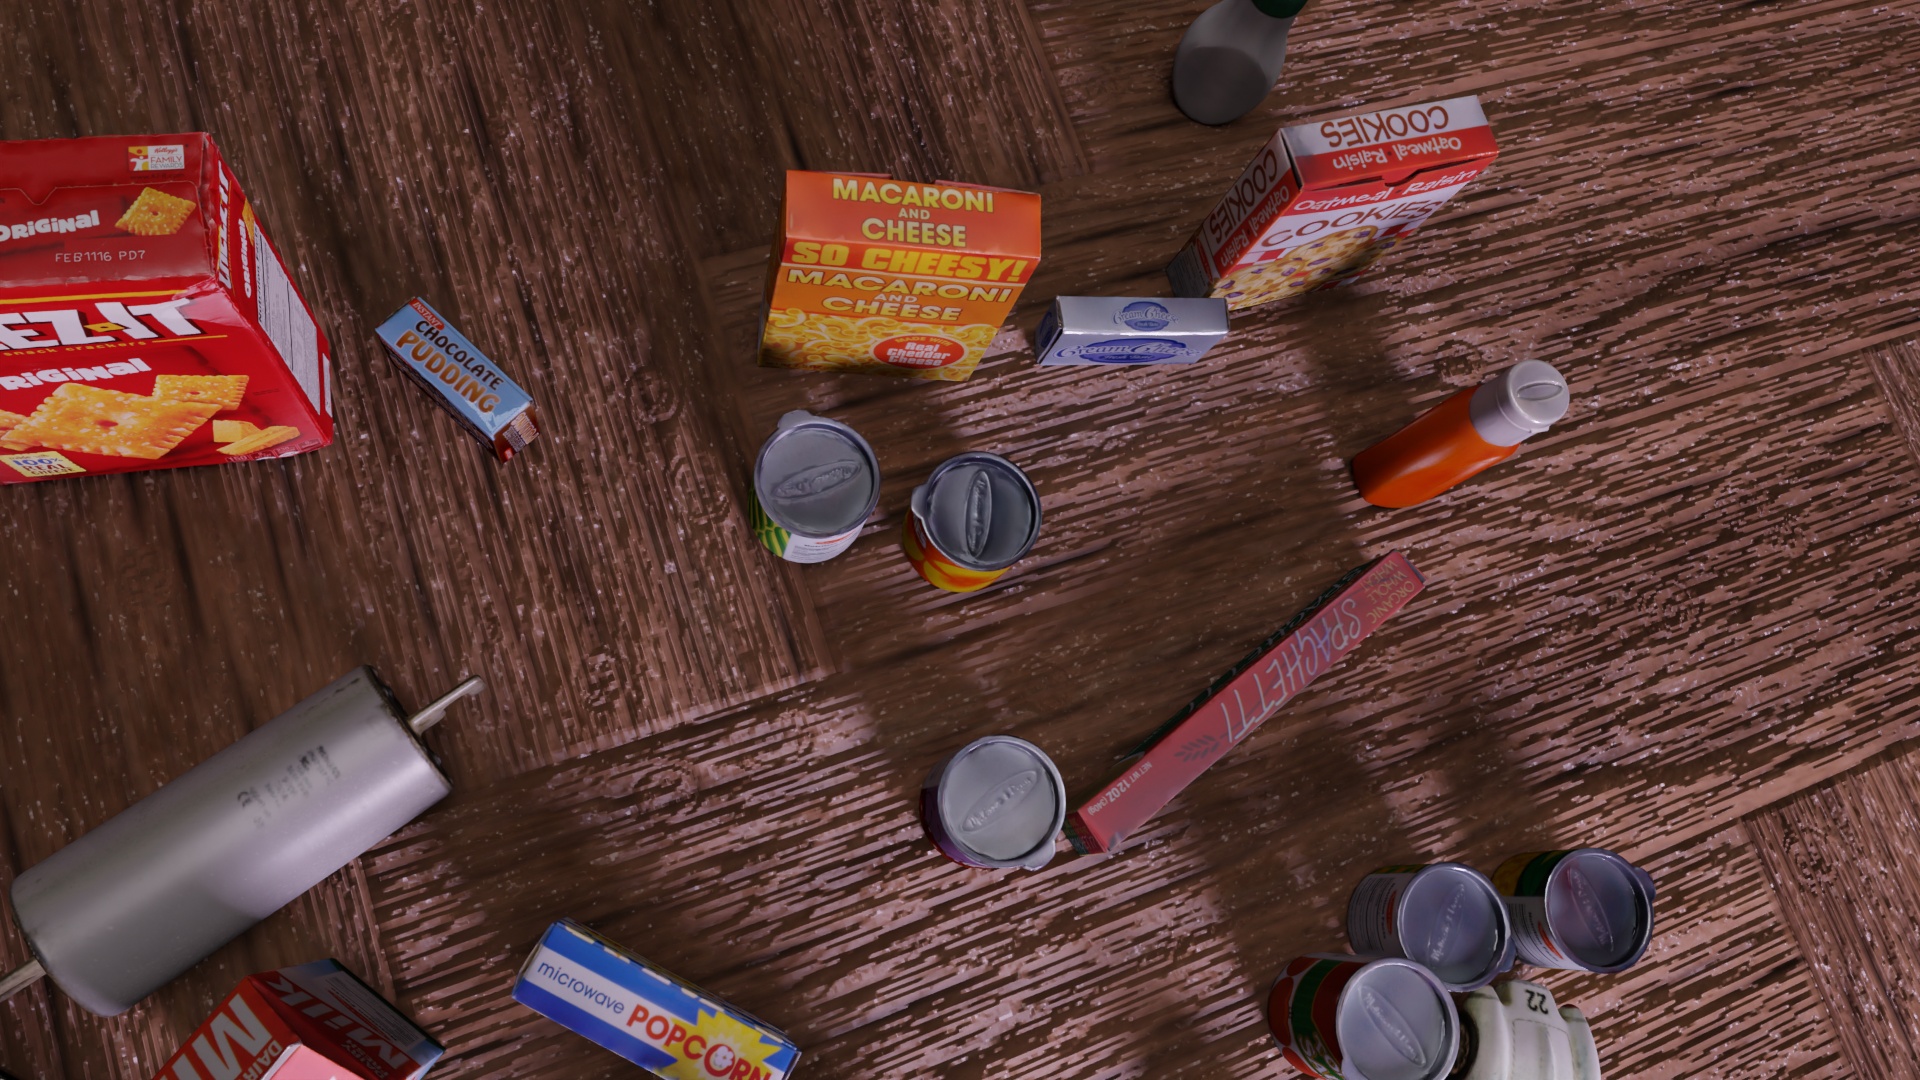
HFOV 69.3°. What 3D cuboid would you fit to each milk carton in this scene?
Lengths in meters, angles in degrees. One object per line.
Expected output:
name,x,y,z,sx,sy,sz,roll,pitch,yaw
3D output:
milk carton,-0.273,0.224,0.562,0.073,0.190,0.072,39,71,-1

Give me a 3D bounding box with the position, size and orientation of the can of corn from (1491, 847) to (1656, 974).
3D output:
can of corn,0.341,0.205,0.776,0.071,0.058,0.071,3,75,-12

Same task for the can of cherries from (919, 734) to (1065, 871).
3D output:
can of cherries,0.016,0.139,0.720,0.071,0.058,0.071,3,75,-12

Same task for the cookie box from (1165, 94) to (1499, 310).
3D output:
cookie box,0.206,-0.185,0.793,0.123,0.167,0.040,-14,79,-16

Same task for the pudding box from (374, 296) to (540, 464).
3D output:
pudding box,-0.260,-0.083,0.722,0.084,0.049,0.030,43,71,1

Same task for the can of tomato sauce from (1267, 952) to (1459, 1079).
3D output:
can of tomato sauce,0.205,0.250,0.720,0.071,0.083,0.071,3,75,-12

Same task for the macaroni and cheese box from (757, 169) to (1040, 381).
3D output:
macaroni and cheese box,-0.038,-0.133,0.724,0.124,0.166,0.040,2,75,-12

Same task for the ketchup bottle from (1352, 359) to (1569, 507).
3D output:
ketchup bottle,0.284,-0.058,0.786,0.065,0.148,0.043,-10,78,-15

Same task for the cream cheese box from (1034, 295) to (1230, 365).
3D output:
cream cheese box,0.099,-0.122,0.812,0.104,0.053,0.024,-2,76,-13

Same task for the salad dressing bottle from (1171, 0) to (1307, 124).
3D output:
salad dressing bottle,0.173,-0.306,0.829,0.064,0.147,0.044,23,72,-6

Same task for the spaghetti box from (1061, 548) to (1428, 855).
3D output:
spaghetti box,0.158,0.087,0.771,0.251,0.050,0.028,-36,86,-19

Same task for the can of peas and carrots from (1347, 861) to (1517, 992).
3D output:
can of peas and carrots,0.255,0.210,0.755,0.071,0.058,0.071,3,75,-12

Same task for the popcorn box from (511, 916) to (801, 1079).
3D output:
popcorn box,-0.142,0.221,0.648,0.127,0.085,0.038,29,71,-4

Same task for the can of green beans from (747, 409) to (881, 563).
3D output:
can of green beans,-0.079,-0.026,0.743,0.071,0.057,0.071,3,75,-12

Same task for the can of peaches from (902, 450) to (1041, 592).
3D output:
can of peaches,0.003,-0.009,0.757,0.071,0.058,0.071,3,75,-12
